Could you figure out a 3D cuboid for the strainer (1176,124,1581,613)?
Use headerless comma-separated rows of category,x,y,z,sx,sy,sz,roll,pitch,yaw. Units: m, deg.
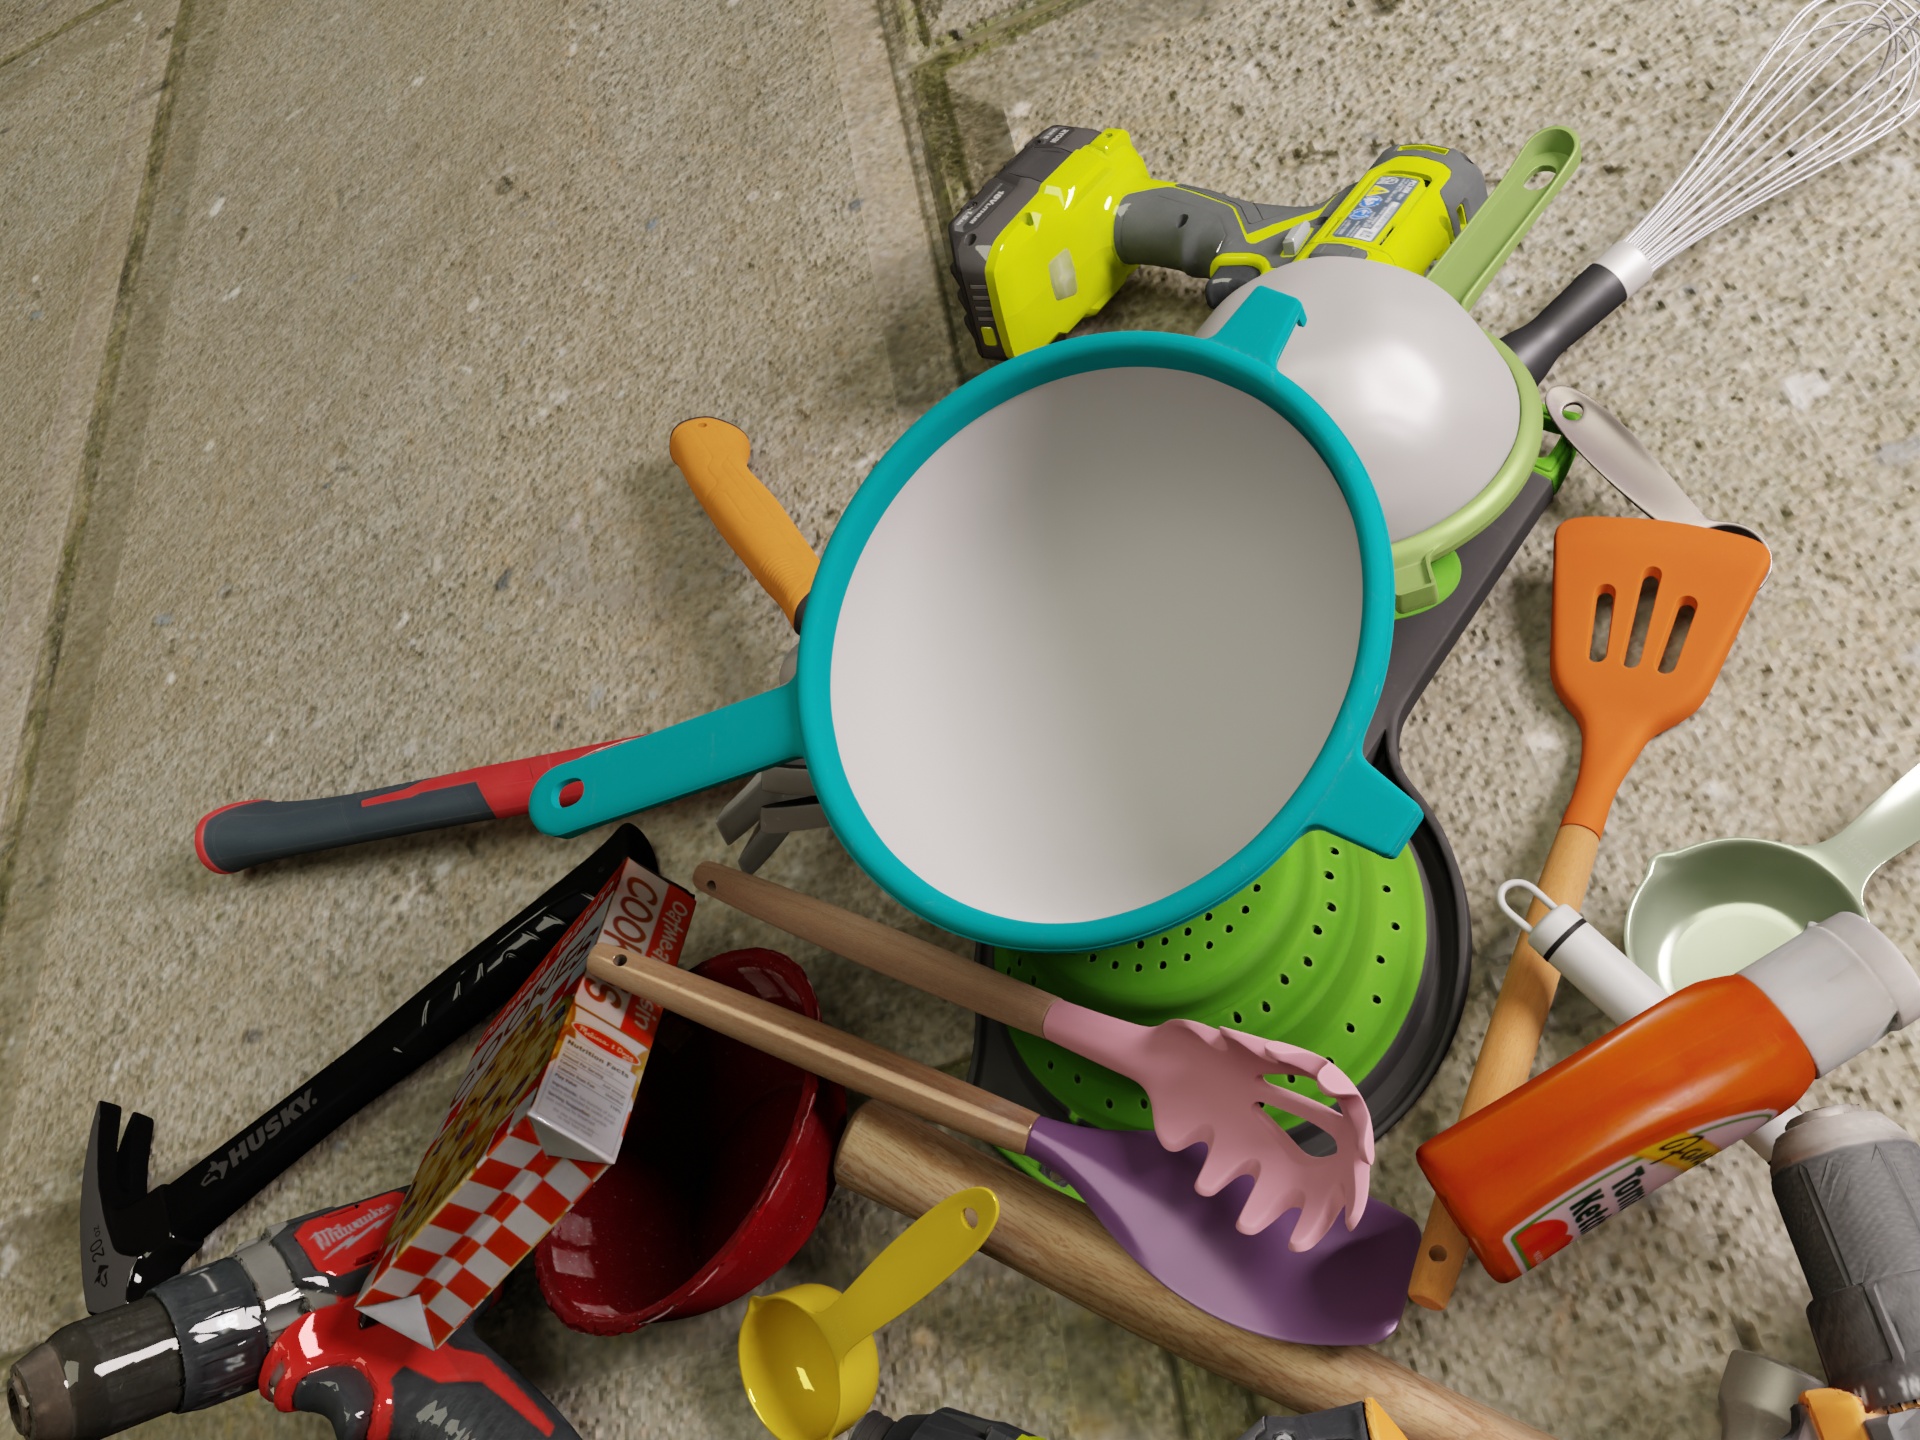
strainer,0.169,-0.164,0.611,0.152,0.069,0.256,26,68,35

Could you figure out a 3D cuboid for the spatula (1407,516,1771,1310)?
spatula,0.216,0.056,0.573,0.081,0.041,0.323,13,58,29

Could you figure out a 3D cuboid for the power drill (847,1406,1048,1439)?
power drill,-0.003,0.346,0.502,0.171,0.080,0.223,15,65,31

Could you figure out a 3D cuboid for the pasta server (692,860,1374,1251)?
pasta server,0.008,0.100,0.569,0.316,0.040,0.060,16,105,37

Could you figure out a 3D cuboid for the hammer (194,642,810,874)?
hammer,-0.240,0.045,0.790,0.386,0.038,0.143,-11,31,23

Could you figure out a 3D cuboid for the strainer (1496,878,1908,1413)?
strainer,0.269,0.140,0.493,0.087,0.050,0.259,-42,64,-3

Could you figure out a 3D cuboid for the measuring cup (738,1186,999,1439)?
measuring cup,-0.027,0.211,0.580,0.156,0.029,0.062,-48,62,29

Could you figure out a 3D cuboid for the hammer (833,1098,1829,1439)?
hammer,0.099,0.212,0.536,0.331,0.031,0.130,19,72,25

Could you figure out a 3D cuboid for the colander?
colander,0.132,0.006,0.626,0.205,0.094,0.397,28,76,35

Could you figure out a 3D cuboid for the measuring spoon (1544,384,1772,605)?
measuring spoon,0.283,-0.094,0.654,0.034,0.018,0.124,-36,61,8

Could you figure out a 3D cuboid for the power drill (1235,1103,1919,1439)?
power drill,0.189,0.213,0.431,0.226,0.084,0.186,-15,57,11

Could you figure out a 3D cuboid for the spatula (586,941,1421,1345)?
spatula,0.001,0.139,0.560,0.316,0.018,0.060,19,56,19

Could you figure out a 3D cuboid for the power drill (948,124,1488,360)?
power drill,0.111,-0.210,0.759,0.229,0.080,0.191,19,56,32

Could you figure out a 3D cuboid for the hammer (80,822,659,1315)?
hammer,-0.284,0.162,0.768,0.335,0.035,0.146,-38,53,0

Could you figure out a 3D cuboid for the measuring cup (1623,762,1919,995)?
measuring cup,0.307,0.055,0.552,0.167,0.038,0.083,-37,53,-2

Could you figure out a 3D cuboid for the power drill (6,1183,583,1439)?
power drill,-0.220,0.274,0.587,0.227,0.187,0.080,38,121,35

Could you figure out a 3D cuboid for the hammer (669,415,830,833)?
hammer,-0.086,-0.065,0.768,0.127,0.034,0.337,-12,38,-22

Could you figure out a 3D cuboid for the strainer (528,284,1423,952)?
strainer,-0.001,-0.002,0.579,0.340,0.095,0.211,-18,67,25

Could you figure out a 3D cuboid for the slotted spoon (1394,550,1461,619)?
slotted spoon,0.066,-0.063,0.693,0.314,0.031,0.070,1,38,45

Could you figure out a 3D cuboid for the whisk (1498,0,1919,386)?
whisk,0.317,-0.220,0.704,0.284,0.070,0.070,-42,53,4
